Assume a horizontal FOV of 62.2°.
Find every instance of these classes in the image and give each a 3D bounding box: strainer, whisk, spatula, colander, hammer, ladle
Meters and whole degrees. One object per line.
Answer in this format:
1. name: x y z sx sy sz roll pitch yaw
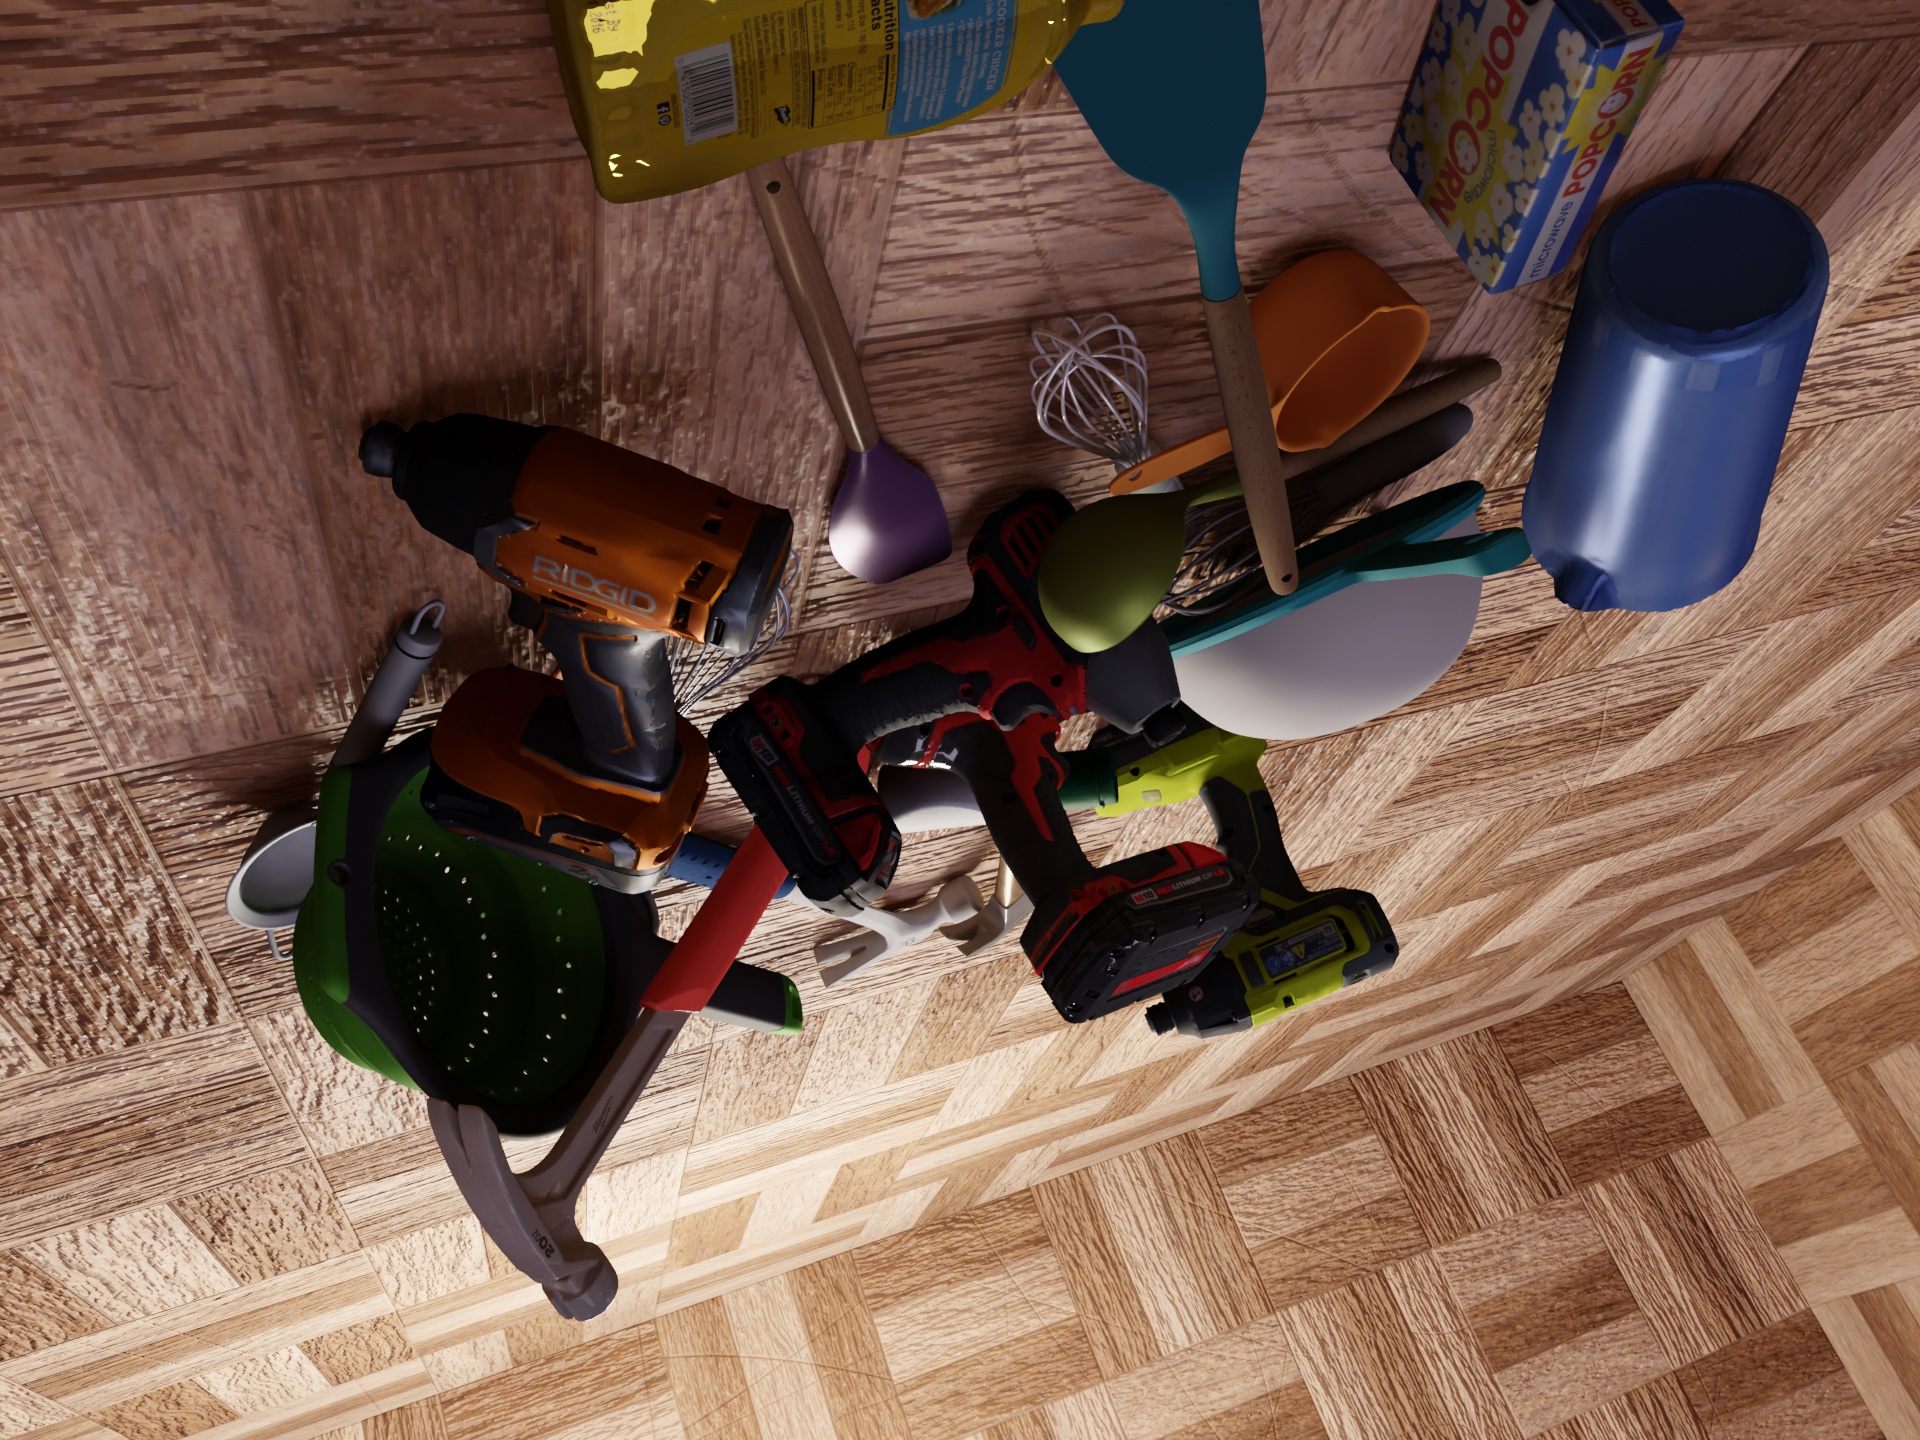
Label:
1. strainer: -0.299 0.027 0.773 0.087 0.050 0.258 -13 151 -50
2. whisk: -0.144 -0.017 0.803 0.070 0.070 0.284 -8 157 -29
3. spatula: 0.105 -0.159 0.634 0.082 0.044 0.317 -26 141 1
4. whisk: 0.086 -0.130 0.776 0.058 0.059 0.246 -54 156 2
5. colander: -0.220 0.135 0.852 0.094 0.205 0.396 -18 155 21
6. spatula: -0.049 -0.134 0.683 0.060 0.018 0.315 -21 156 -1
7. hammer: 0.040 0.073 1.129 0.130 0.031 0.331 -41 158 -23
8. whisk: 0.188 -0.117 0.846 0.239 0.055 0.055 -30 159 -23
9. ladle: 0.167 -0.117 0.787 0.320 0.062 0.078 -26 -166 -29
10. hammer: -0.136 0.114 0.821 0.037 0.359 0.149 3 129 25
11. hammer: -0.125 0.122 1.117 0.144 0.035 0.405 -30 155 15
12. strainer: 0.216 -0.044 0.820 0.211 0.095 0.340 -27 -174 -6

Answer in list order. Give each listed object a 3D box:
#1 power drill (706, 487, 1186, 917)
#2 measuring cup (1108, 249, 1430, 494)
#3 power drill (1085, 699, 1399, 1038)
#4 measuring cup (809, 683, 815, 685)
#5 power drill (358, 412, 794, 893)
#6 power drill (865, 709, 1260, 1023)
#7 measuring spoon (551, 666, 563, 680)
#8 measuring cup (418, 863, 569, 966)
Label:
1. power drill: -0.001 -0.003 0.794 0.219 0.143 0.078 -35 167 -2
2. measuring cup: 0.129 -0.155 0.723 0.173 0.052 0.095 -26 156 -15
3. power drill: 0.175 0.100 1.098 0.171 0.223 0.080 -23 155 1
4. measuring cup: -0.037 -0.002 0.943 0.062 0.029 0.156 -39 153 32
5. power drill: -0.170 -0.030 0.667 0.164 0.084 0.226 20 140 -5
6. power drill: 0.066 0.042 0.894 0.188 0.227 0.080 -11 144 -41
7. measuring spoon: -0.199 -0.014 0.805 0.021 0.011 0.117 -1 148 -39
8. measuring cup: -0.282 0.116 0.949 0.167 0.083 0.038 -21 -164 21
